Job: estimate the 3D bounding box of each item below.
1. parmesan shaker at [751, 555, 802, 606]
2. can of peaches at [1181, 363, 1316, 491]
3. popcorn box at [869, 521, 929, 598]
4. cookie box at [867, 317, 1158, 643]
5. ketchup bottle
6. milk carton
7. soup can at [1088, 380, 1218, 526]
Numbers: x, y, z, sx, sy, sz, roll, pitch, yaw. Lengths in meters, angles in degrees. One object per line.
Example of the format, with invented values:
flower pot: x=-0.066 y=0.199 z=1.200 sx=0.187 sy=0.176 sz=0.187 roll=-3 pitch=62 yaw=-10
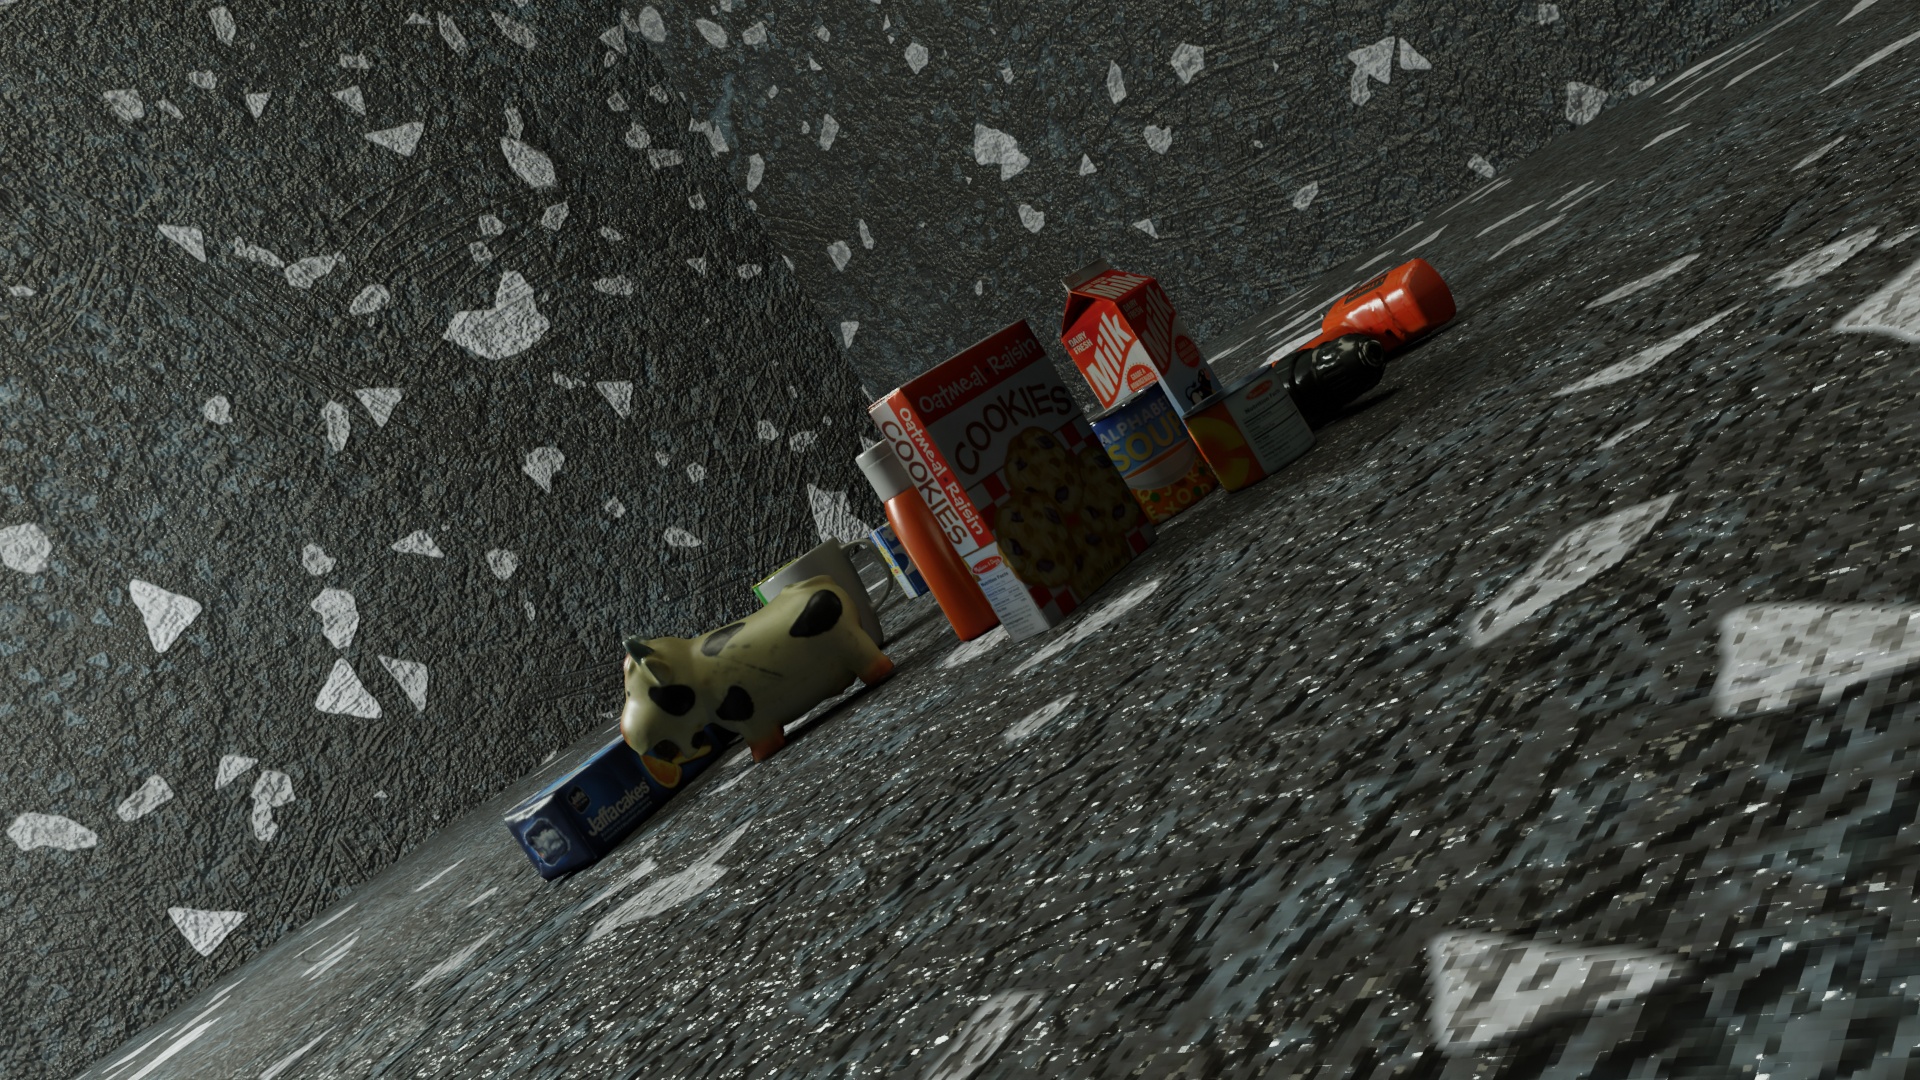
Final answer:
parmesan shaker: x=-0.178 y=0.078 z=1.541 sx=0.071 sy=0.103 sz=0.071 roll=-32 pitch=3 yaw=2
can of peaches: x=0.183 y=-0.071 z=0.887 sx=0.071 sy=0.058 sz=0.071 roll=-32 pitch=4 yaw=2
popcorn box: x=-0.024 y=-0.005 z=1.509 sx=0.127 sy=0.085 sz=0.038 roll=-34 pitch=4 yaw=-21
cookie box: x=0.035 y=-0.040 z=0.855 sx=0.123 sy=0.167 sz=0.040 roll=-35 pitch=4 yaw=-41
ketchup bottle: x=-0.018 y=-0.004 z=0.965 sx=0.043 sy=0.148 sz=0.065 roll=-31 pitch=4 yaw=19
milk carton: x=0.157 y=-0.159 z=1.220 sx=0.073 sy=0.190 sz=0.073 roll=-29 pitch=5 yaw=45
soup can: x=0.130 y=-0.058 z=0.959 sx=0.071 sy=0.083 sz=0.071 roll=-32 pitch=3 yaw=2
